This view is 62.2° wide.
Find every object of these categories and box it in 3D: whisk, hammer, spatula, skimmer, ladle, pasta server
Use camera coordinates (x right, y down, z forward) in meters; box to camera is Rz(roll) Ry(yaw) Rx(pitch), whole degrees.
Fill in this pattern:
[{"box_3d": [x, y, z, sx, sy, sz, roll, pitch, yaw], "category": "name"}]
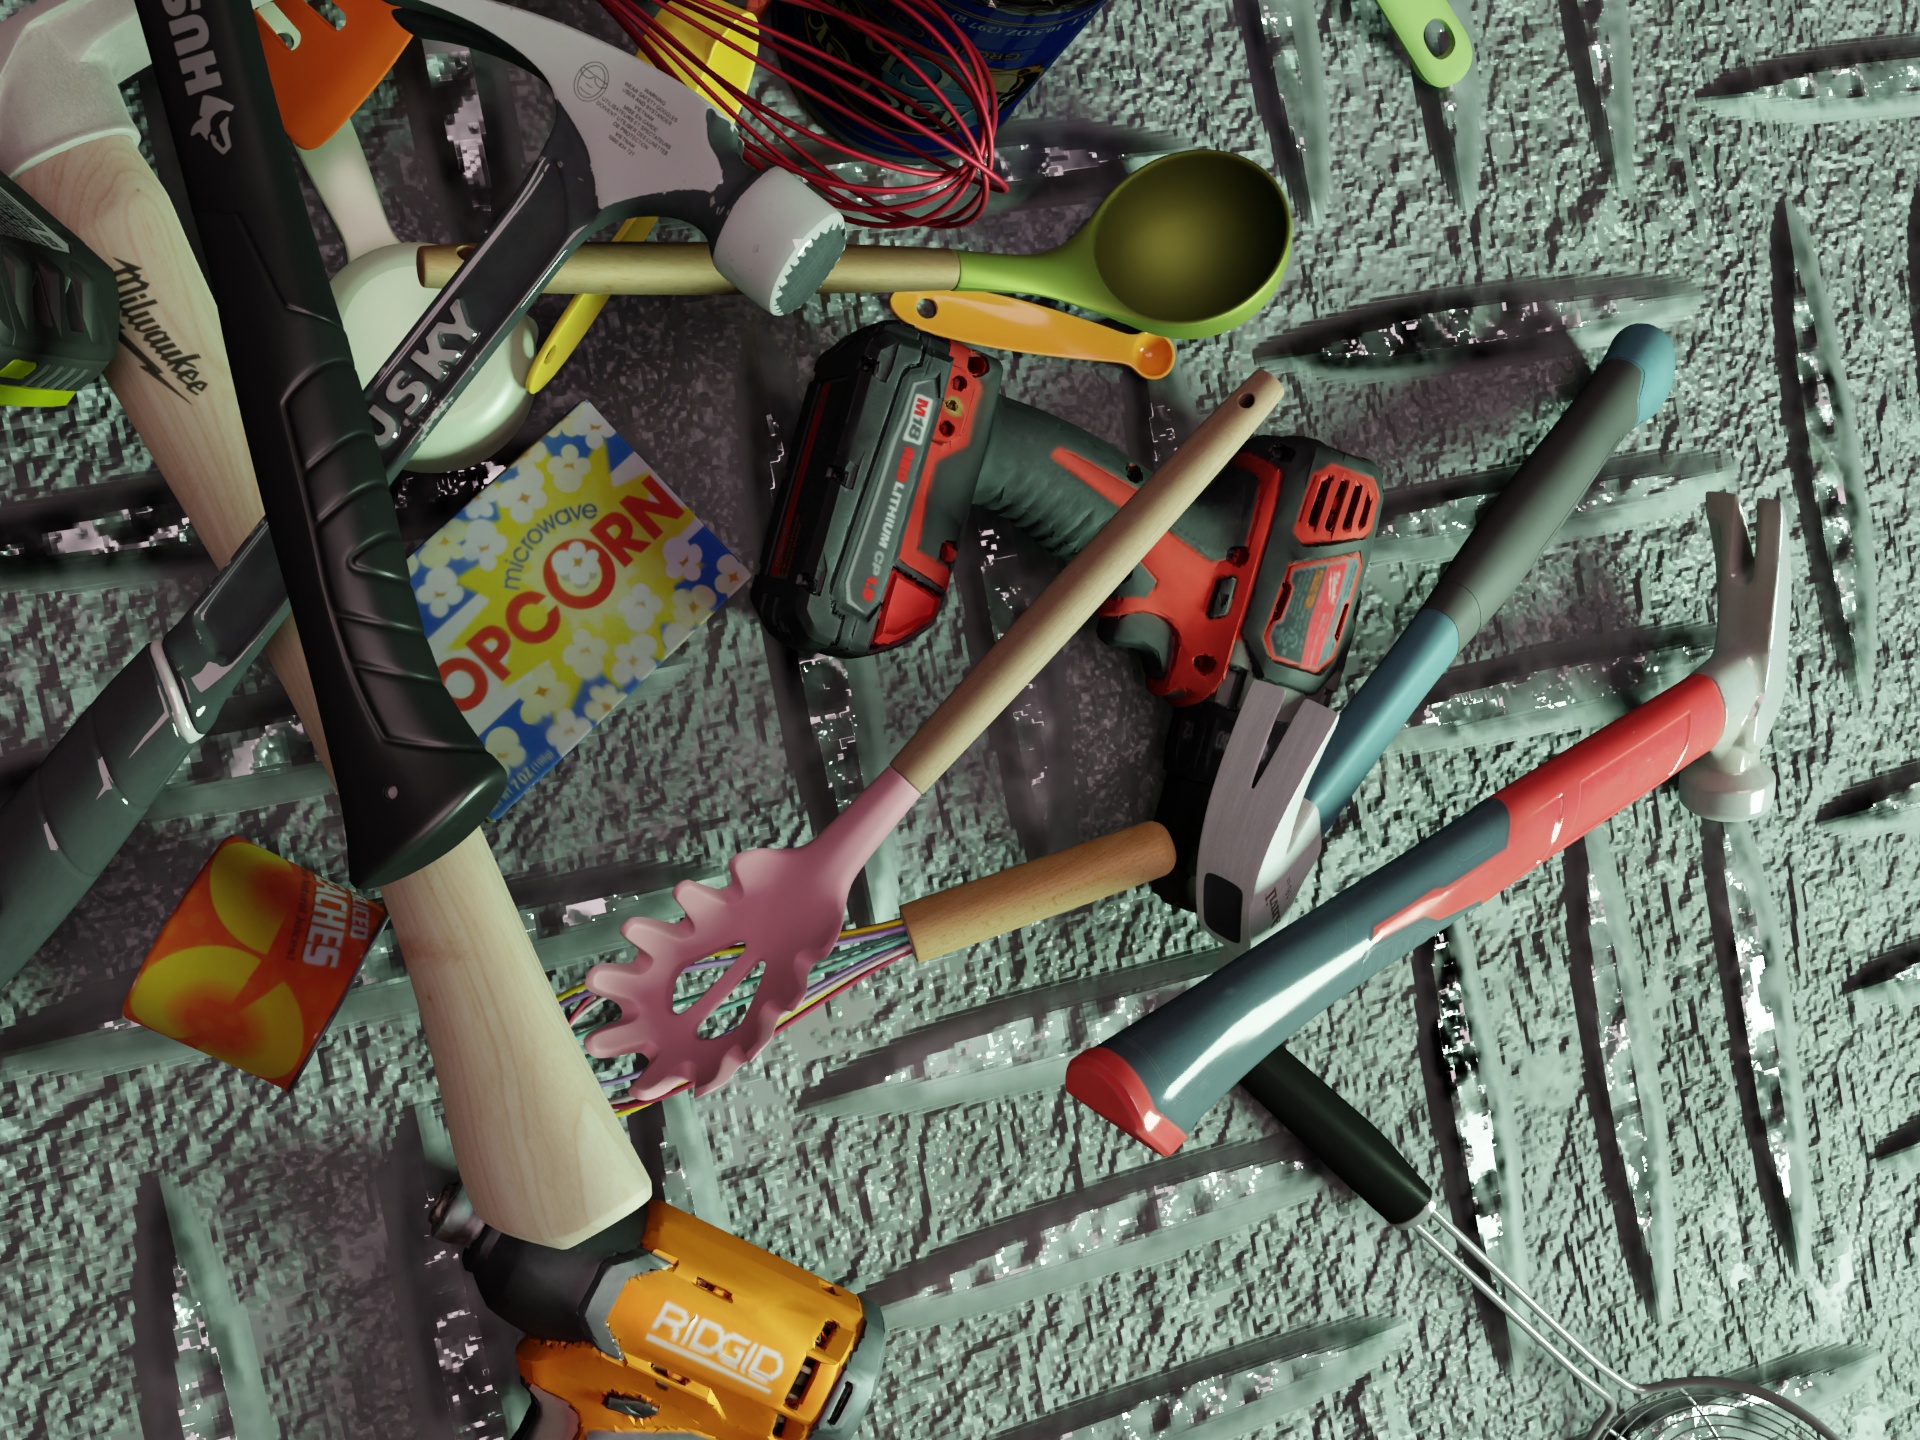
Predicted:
[{"box_3d": [-0.039, 0.086, 0.565, 0.245, 0.051, 0.047, -18, 81, -7], "category": "whisk"}, {"box_3d": [0.191, 0.036, 0.584, 0.386, 0.038, 0.143, -24, 118, -31], "category": "hammer"}, {"box_3d": [-0.215, -0.028, 0.454, 0.149, 0.036, 0.409, 39, 89, 3], "category": "hammer"}, {"box_3d": [-0.192, -0.036, 0.488, 0.146, 0.038, 0.410, -28, 87, 1], "category": "hammer"}, {"box_3d": [0.195, -0.042, 0.627, 0.331, 0.033, 0.128, -48, 144, -22], "category": "hammer"}, {"box_3d": [-0.308, -0.319, 0.506, 0.322, 0.041, 0.081, 40, 99, -11], "category": "spatula"}, {"box_3d": [0.228, 0.252, 0.641, 0.363, 0.090, 0.127, 43, 110, -10], "category": "skimmer"}, {"box_3d": [-0.190, -0.120, 0.423, 0.146, 0.035, 0.335, -16, 87, 2], "category": "hammer"}, {"box_3d": [-0.023, -0.166, 0.557, 0.320, 0.062, 0.078, -8, 65, -26], "category": "ladle"}, {"box_3d": [-0.106, -0.237, 0.506, 0.296, 0.073, 0.073, 33, 80, 15], "category": "whisk"}, {"box_3d": [-0.001, -0.002, 0.526, 0.060, 0.040, 0.316, 42, 86, 13], "category": "pasta server"}]

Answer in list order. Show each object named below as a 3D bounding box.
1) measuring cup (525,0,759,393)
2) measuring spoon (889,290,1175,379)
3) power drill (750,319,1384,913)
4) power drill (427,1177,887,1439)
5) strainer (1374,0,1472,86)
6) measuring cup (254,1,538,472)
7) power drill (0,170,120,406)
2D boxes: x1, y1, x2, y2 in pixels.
[{"box_3d": [-0.119, -0.184, 0.553, 0.029, 0.062, 0.156, 29, 80, 0], "category": "measuring cup"}, {"box_3d": [0.028, -0.152, 0.624, 0.117, 0.011, 0.021, 9, 88, -13], "category": "measuring spoon"}, {"box_3d": [0.042, -0.036, 0.594, 0.226, 0.080, 0.188, 15, 93, -20], "category": "power drill"}, {"box_3d": [-0.145, 0.272, 0.537, 0.164, 0.084, 0.226, 31, 77, -14], "category": "power drill"}, {"box_3d": [0.122, -0.356, 0.628, 0.151, 0.069, 0.256, -43, 122, 8], "category": "strainer"}, {"box_3d": [-0.200, -0.166, 0.538, 0.083, 0.038, 0.167, -25, 99, -15], "category": "measuring cup"}, {"box_3d": [-0.352, -0.070, 0.444, 0.171, 0.080, 0.223, 41, 98, -4], "category": "power drill"}]
